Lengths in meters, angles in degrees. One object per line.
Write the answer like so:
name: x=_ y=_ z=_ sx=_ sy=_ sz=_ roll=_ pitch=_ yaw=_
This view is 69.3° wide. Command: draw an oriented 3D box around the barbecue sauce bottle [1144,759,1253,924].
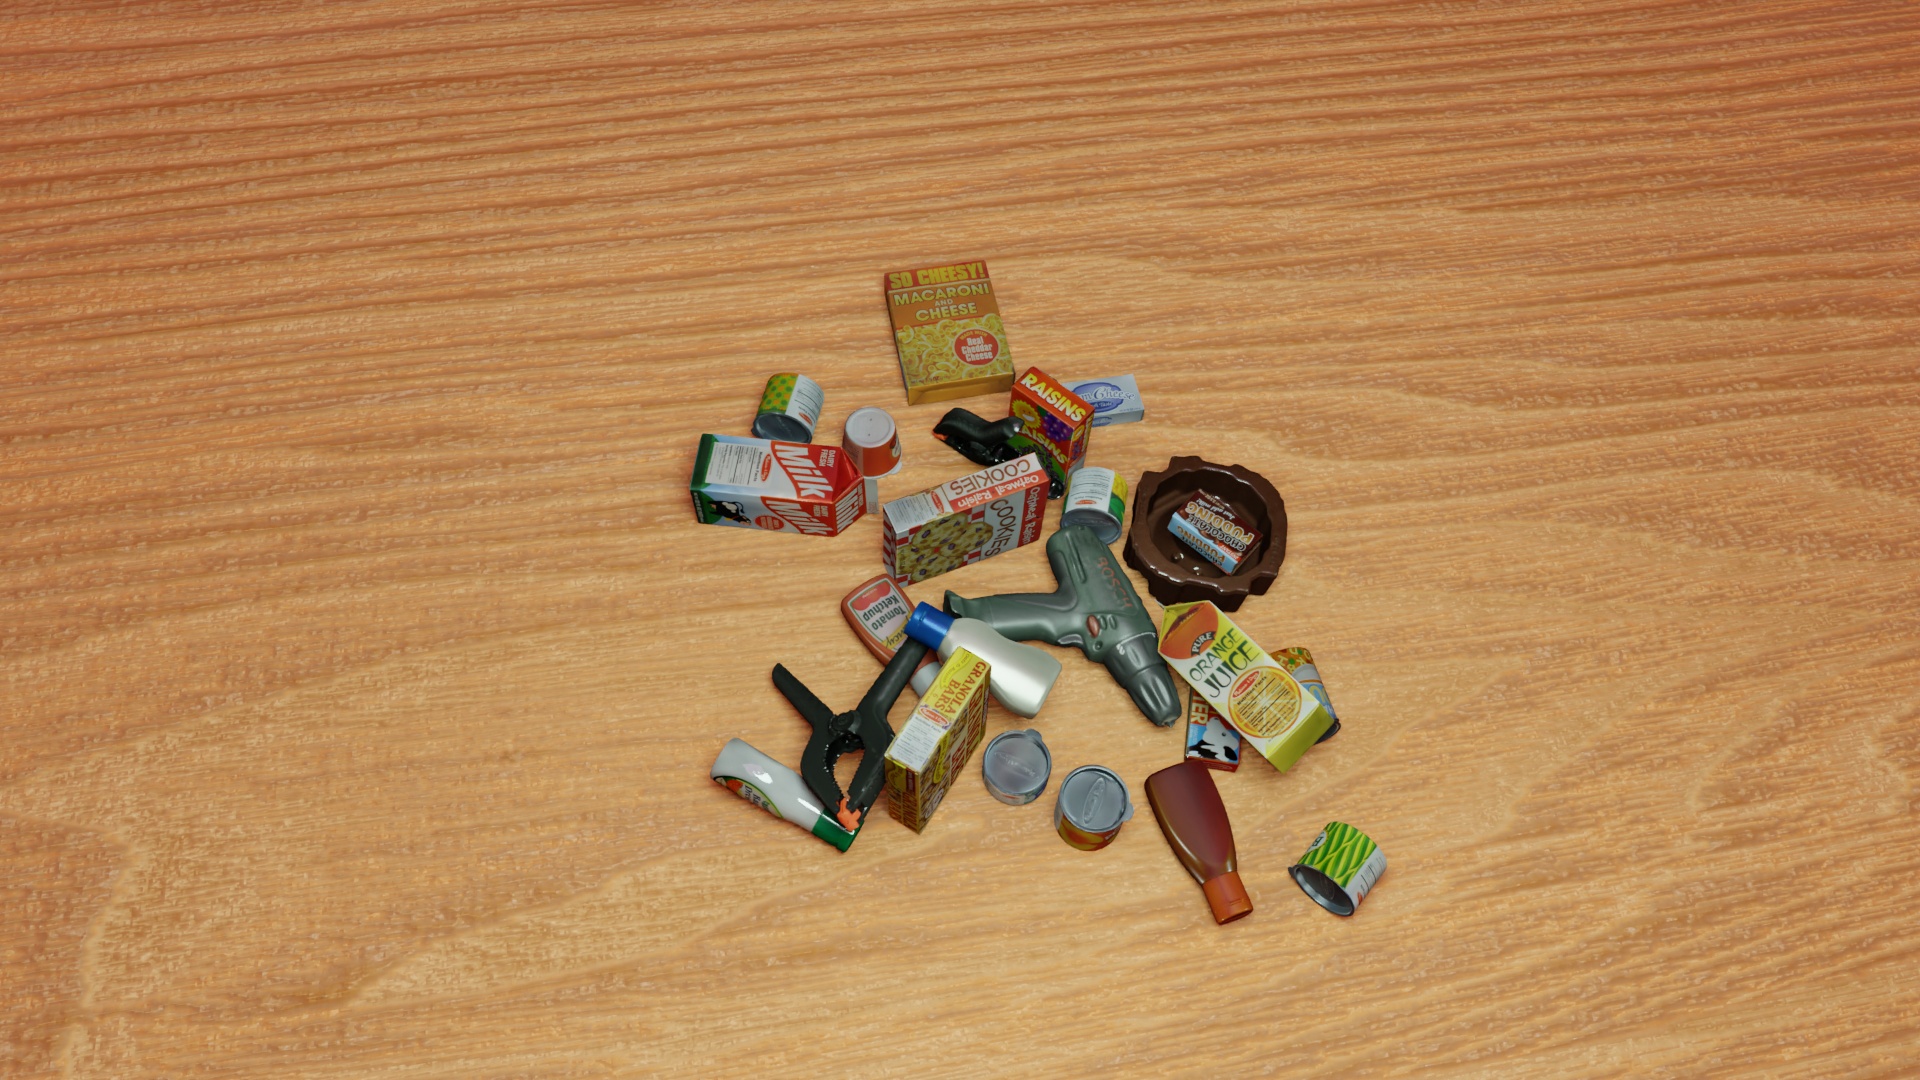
barbecue sauce bottle: x=0.228 y=0.283 z=1.304 sx=0.065 sy=0.043 sz=0.149 roll=-16 pitch=62 yaw=-11

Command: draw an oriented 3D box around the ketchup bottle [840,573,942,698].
ketchup bottle: x=-0.057 y=0.105 z=1.394 sx=0.065 sy=0.043 sz=0.149 roll=-32 pitch=67 yaw=-15

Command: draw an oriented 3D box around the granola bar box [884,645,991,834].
granola bar box: x=-0.021 y=0.186 z=1.278 sx=0.039 sy=0.164 sz=0.125 roll=29 pitch=63 yaw=14

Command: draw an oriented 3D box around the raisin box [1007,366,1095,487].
raisin box: x=0.095 y=-0.119 z=1.486 sx=0.086 sy=0.122 sz=0.040 roll=38 pitch=66 yaw=18

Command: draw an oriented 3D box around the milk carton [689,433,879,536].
milk carton: x=-0.181 y=-0.056 z=1.466 sx=0.191 sy=0.072 sz=0.074 roll=5 pitch=60 yaw=2

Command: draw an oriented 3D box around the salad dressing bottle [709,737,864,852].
salad dressing bottle: x=-0.162 y=0.240 z=1.303 sx=0.148 sy=0.064 sz=0.044 roll=29 pitch=61 yaw=5

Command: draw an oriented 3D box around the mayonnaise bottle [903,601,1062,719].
mayonnaise bottle: x=0.019 y=0.108 z=1.314 sx=0.148 sy=0.041 sz=0.065 roll=29 pitch=69 yaw=5

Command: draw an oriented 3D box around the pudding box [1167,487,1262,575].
pudding box: x=0.259 y=-0.009 z=1.419 sx=0.084 sy=0.030 sz=0.050 roll=39 pitch=64 yaw=18

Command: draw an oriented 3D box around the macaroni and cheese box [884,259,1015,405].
macaroni and cheese box: x=-0.015 y=-0.240 z=1.599 sx=0.124 sy=0.040 sz=0.167 roll=-9 pitch=61 yaw=-7

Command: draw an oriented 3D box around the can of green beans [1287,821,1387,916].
can of green beans: x=0.351 y=0.303 z=1.285 sx=0.071 sy=0.071 sz=0.058 roll=38 pitch=65 yaw=18

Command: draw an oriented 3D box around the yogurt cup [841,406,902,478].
yogurt cup: x=-0.098 y=-0.109 z=1.511 sx=0.072 sy=0.053 sz=0.073 roll=1 pitch=59 yaw=-1

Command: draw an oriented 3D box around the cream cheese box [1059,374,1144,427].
cream cheese box: x=0.150 y=-0.155 z=1.567 sx=0.104 sy=0.024 sz=0.053 roll=-9 pitch=59 yaw=-8

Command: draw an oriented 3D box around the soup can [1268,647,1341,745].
soup can: x=0.330 y=0.155 z=1.367 sx=0.071 sy=0.071 sz=0.084 roll=-11 pitch=61 yaw=-9

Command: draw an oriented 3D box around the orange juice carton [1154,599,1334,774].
orange juice carton: x=0.259 y=0.127 z=1.333 sx=0.073 sy=0.071 sz=0.193 roll=-46 pitch=57 yaw=2

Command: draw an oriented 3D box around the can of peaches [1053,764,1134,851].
can of peaches: x=0.125 y=0.254 z=1.308 sx=0.071 sy=0.057 sz=0.071 roll=2 pitch=59 yaw=-2

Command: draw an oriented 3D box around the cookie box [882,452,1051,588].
cookie box: x=0.005 y=-0.018 z=1.423 sx=0.168 sy=0.122 sz=0.040 roll=-19 pitch=63 yaw=-13

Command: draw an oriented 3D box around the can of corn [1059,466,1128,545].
can of corn: x=0.142 y=-0.034 z=1.472 sx=0.071 sy=0.070 sz=0.058 roll=11 pitch=55 yaw=4

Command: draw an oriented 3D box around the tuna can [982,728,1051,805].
tuna can: x=0.055 y=0.217 z=1.340 sx=0.071 sy=0.032 sz=0.071 roll=1 pitch=60 yaw=-2

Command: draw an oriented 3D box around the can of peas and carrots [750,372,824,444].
can of peas and carrots: x=-0.189 y=-0.142 z=1.520 sx=0.071 sy=0.070 sz=0.059 roll=11 pitch=60 yaw=4

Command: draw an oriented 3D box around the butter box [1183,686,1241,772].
butter box: x=0.253 y=0.175 z=1.379 sx=0.053 sy=0.024 sz=0.104 roll=9 pitch=60 yaw=4
